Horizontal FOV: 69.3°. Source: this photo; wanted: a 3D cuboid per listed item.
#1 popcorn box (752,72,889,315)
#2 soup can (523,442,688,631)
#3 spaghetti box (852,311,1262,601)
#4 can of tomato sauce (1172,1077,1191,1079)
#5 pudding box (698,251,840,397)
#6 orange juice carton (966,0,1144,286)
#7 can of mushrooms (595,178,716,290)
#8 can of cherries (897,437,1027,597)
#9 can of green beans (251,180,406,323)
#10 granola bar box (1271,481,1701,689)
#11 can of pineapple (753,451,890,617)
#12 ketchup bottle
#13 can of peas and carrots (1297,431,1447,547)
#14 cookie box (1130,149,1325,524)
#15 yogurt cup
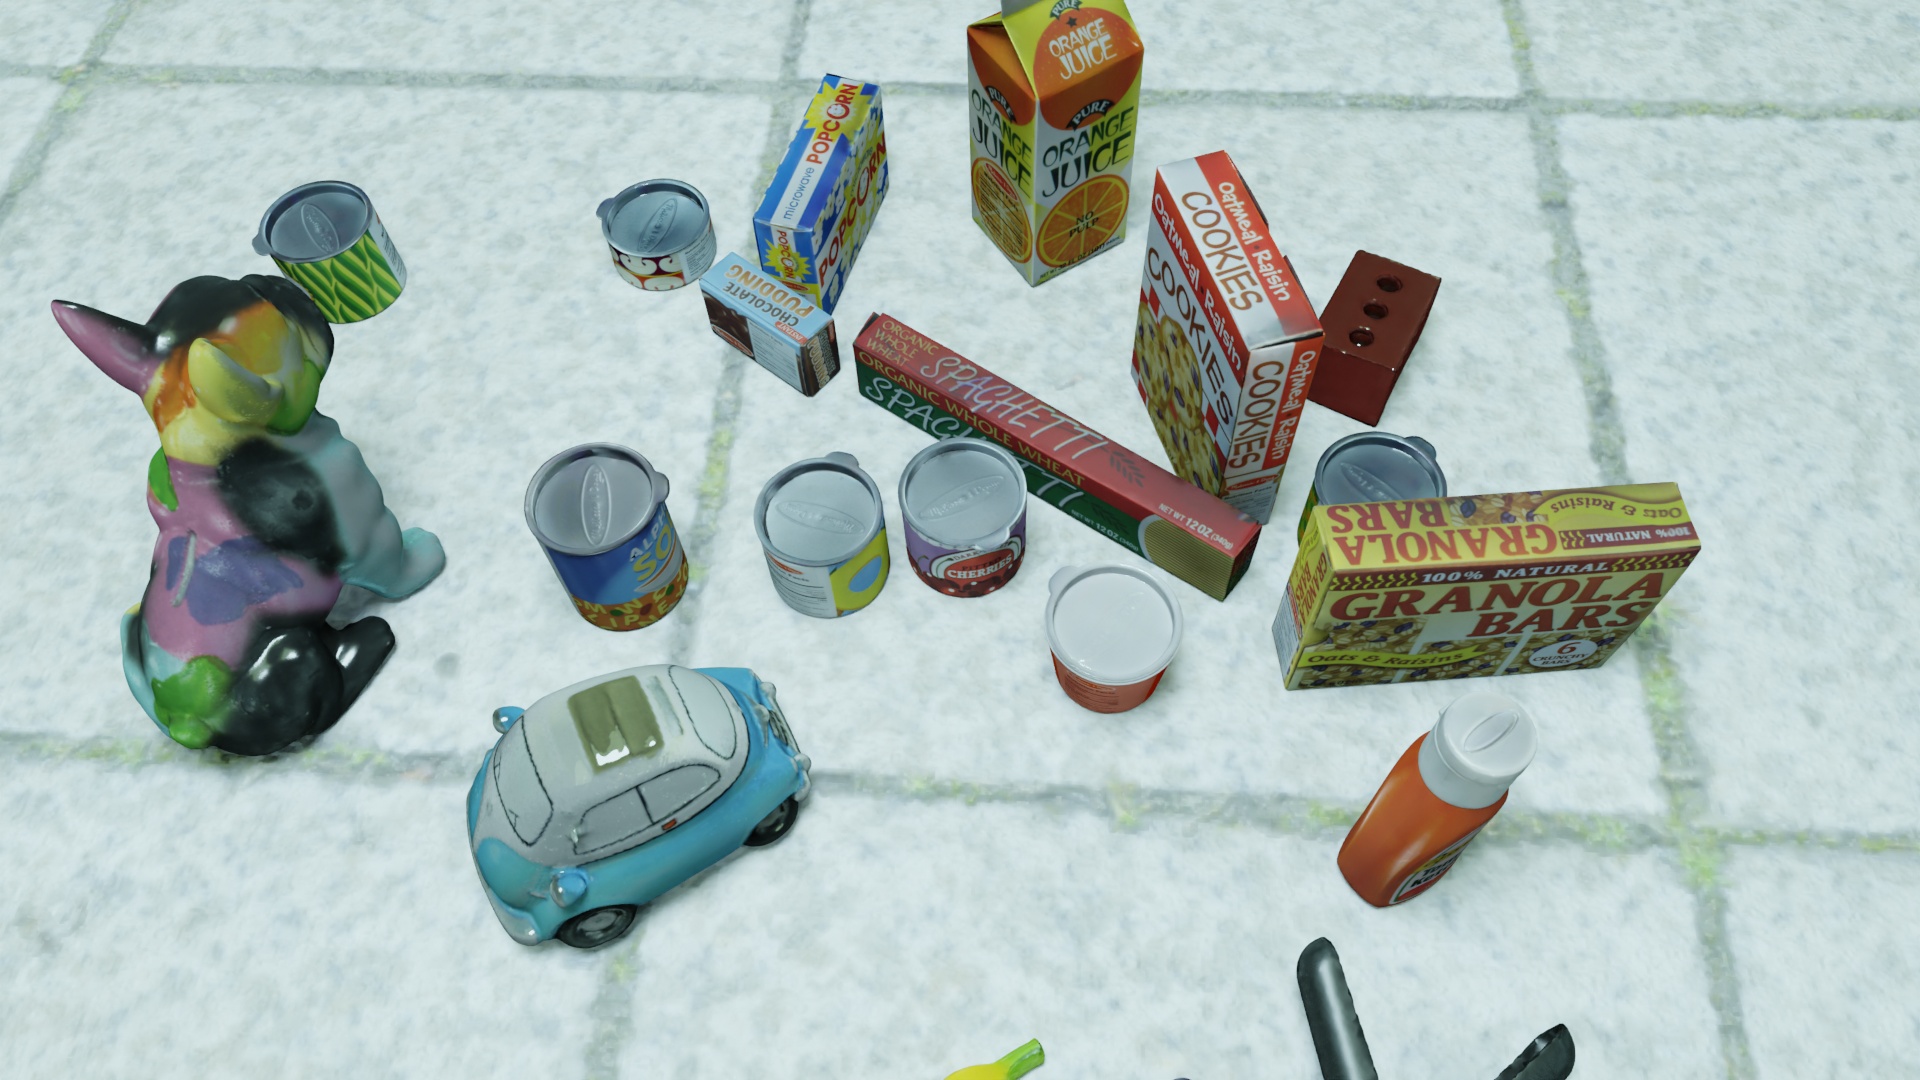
[{"bbox_3d":[-0.082,-0.205,0.838,0.038,0.084,0.127,13,60,10],"label":"popcorn box"},{"bbox_3d":[-0.177,-0.001,0.717,0.071,0.083,0.071,-1,59,1],"label":"soup can"},{"bbox_3d":[0.046,-0.049,0.759,0.250,0.050,0.029,31,65,19],"label":"spaghetti box"},{"bbox_3d":[0.099,0.256,0.552,0.071,0.082,0.071,-1,59,1],"label":"can of tomato sauce"},{"bbox_3d":[-0.111,-0.126,0.811,0.084,0.049,0.030,35,66,20],"label":"pudding box"},{"bbox_3d":[0.052,-0.244,0.795,0.072,0.191,0.073,-29,62,-15],"label":"orange juice carton"},{"bbox_3d":[-0.188,-0.190,0.862,0.071,0.033,0.071,-1,59,1],"label":"can of mushrooms"},{"bbox_3d":[0.003,-0.009,0.731,0.071,0.058,0.072,-1,59,1],"label":"can of cherries"},{"bbox_3d":[-0.380,-0.175,0.844,0.071,0.057,0.071,-1,59,1],"label":"can of green beans"},{"bbox_3d":[0.243,0.025,0.665,0.166,0.123,0.039,-4,59,-1],"label":"granola bar box"},{"bbox_3d":[-0.070,-0.002,0.729,0.071,0.057,0.071,-1,59,1],"label":"can of pineapple"},{"bbox_3d":[0.206,0.111,0.599,0.065,0.148,0.043,-32,63,-16],"label":"ketchup bottle"},{"bbox_3d":[0.216,-0.016,0.729,0.071,0.058,0.071,-1,59,1],"label":"can of peas and carrots"},{"bbox_3d":[0.132,-0.097,0.717,0.040,0.166,0.123,-15,60,-7],"label":"cookie box"},{"bbox_3d":[0.075,0.051,0.695,0.072,0.053,0.073,-1,59,1],"label":"yogurt cup"}]
